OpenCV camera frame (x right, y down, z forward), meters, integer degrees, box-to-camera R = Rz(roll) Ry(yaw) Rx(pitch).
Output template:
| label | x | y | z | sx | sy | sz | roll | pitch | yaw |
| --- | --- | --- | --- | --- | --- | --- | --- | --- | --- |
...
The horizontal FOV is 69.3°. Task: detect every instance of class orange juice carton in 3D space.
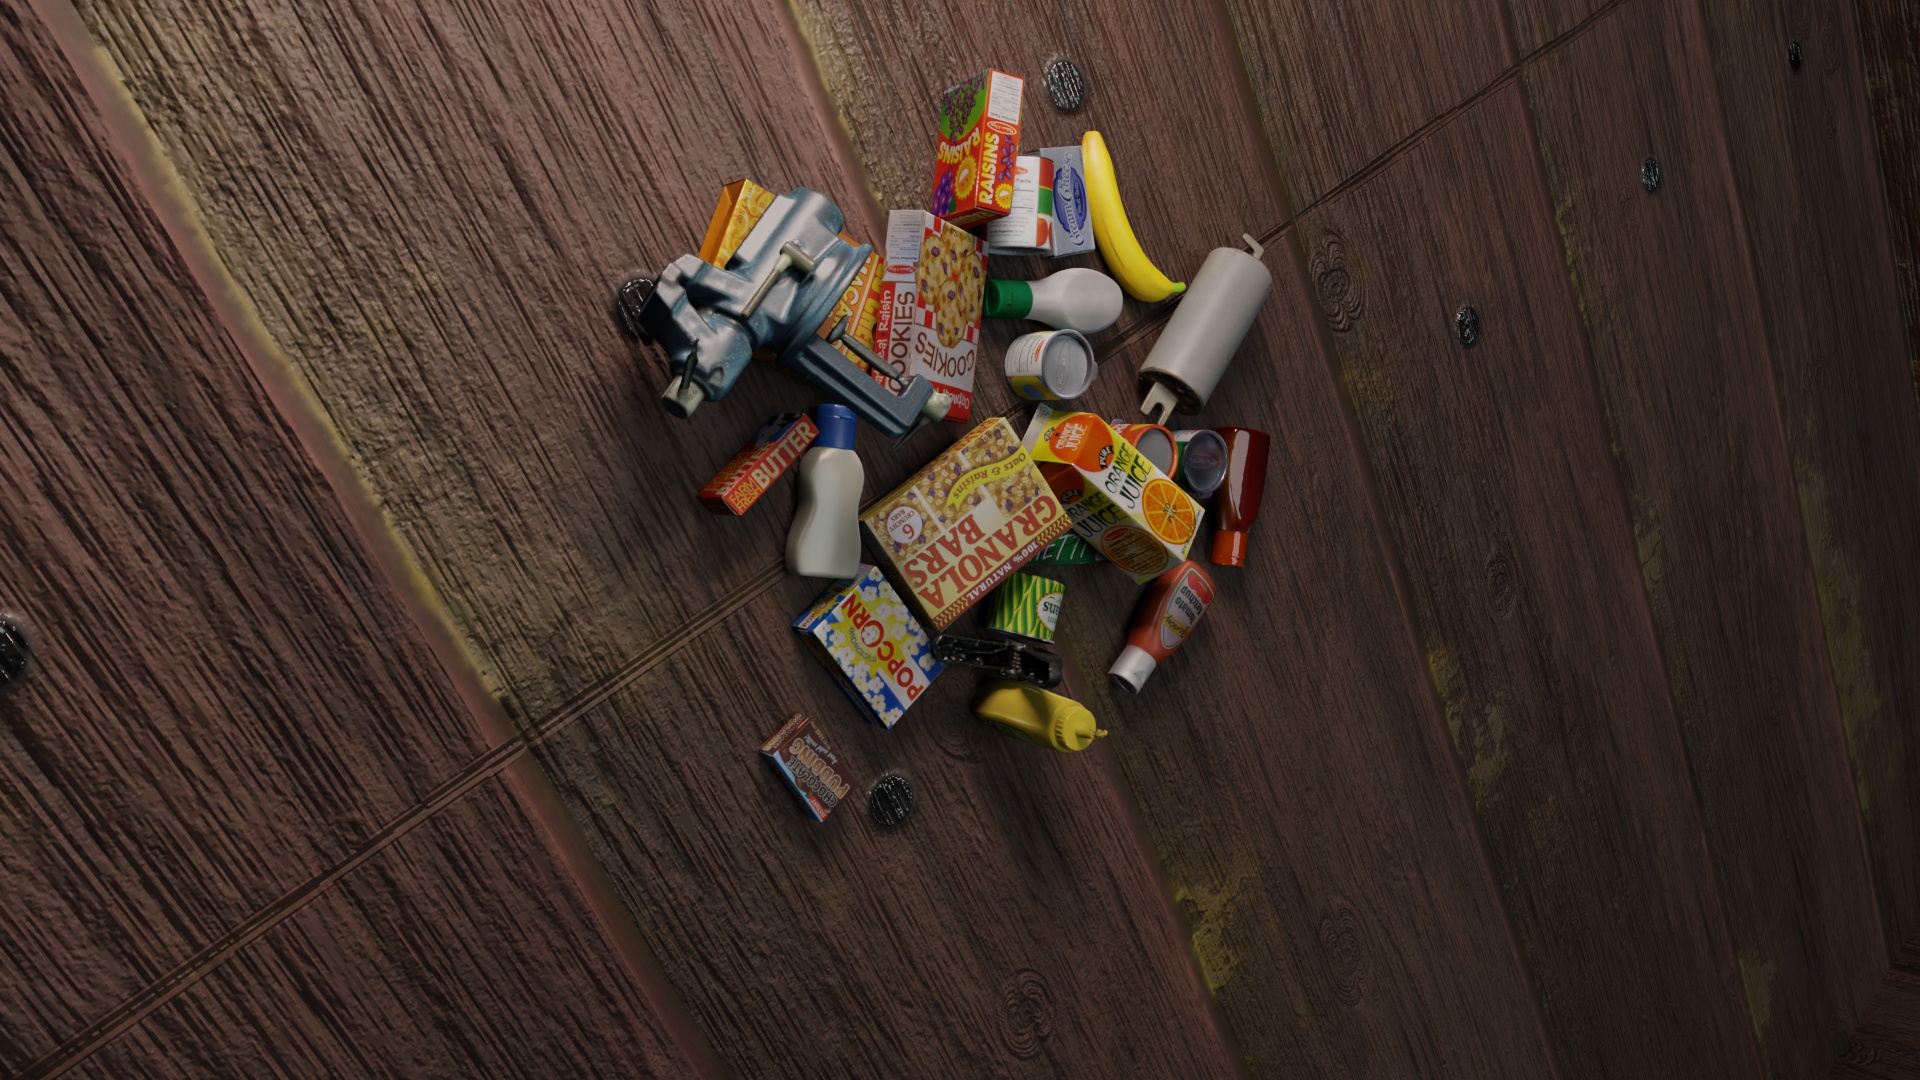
| label | x | y | z | sx | sy | sz | roll | pitch | yaw |
| --- | --- | --- | --- | --- | --- | --- | --- | --- | --- |
| orange juice carton | 0.137 | -0.050 | 1.336 | 0.192 | 0.072 | 0.072 | 39 | 52 | -15 |

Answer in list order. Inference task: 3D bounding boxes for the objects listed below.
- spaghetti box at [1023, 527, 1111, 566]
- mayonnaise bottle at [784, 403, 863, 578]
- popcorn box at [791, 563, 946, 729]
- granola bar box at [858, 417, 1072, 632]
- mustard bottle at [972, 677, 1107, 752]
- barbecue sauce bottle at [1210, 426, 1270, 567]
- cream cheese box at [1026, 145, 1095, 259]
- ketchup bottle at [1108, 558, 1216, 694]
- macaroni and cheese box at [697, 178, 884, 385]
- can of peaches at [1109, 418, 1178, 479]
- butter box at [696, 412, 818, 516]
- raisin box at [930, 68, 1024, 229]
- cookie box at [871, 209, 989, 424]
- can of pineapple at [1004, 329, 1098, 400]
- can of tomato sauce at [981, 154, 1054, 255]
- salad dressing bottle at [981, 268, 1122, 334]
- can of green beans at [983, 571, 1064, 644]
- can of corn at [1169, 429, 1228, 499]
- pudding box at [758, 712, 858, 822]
| label | x | y | z | sx | sy | sz | roll | pitch | yaw |
| --- | --- | --- | --- | --- | --- | --- | --- | --- | --- |
| spaghetti box | 0.104 | -0.002 | 1.369 | 0.251 | 0.028 | 0.050 | -2 | 95 | -37 |
| mayonnaise bottle | -0.113 | -0.042 | 1.197 | 0.065 | 0.041 | 0.148 | 6 | 89 | -34 |
| popcorn box | -0.079 | 0.094 | 1.234 | 0.085 | 0.038 | 0.126 | -47 | 118 | -24 |
| granola bar box | 0.004 | -0.016 | 1.258 | 0.166 | 0.039 | 0.124 | -38 | 106 | -17 |
| mustard bottle | 0.077 | 0.165 | 1.280 | 0.065 | 0.160 | 0.049 | 36 | 74 | -32 |
| barbecue sauce bottle | 0.298 | -0.046 | 1.501 | 0.065 | 0.043 | 0.148 | 7 | 90 | -37 |
| cream cheese box | 0.098 | -0.327 | 1.342 | 0.053 | 0.024 | 0.103 | -17 | 103 | -34 |
| ketchup bottle | 0.207 | 0.091 | 1.444 | 0.064 | 0.043 | 0.149 | 49 | 66 | -29 |
| macaroni and cheese box | -0.140 | -0.207 | 1.165 | 0.166 | 0.040 | 0.124 | 24 | 80 | -35 |
| can of peaches | 0.177 | -0.087 | 1.398 | 0.071 | 0.058 | 0.071 | -4 | 97 | -36 |
| butter box | -0.167 | -0.063 | 1.147 | 0.104 | 0.053 | 0.024 | -50 | 118 | -23 |
| raisin box | 0.014 | -0.347 | 1.240 | 0.040 | 0.086 | 0.123 | 7 | 89 | -31 |
| cookie box | -0.025 | -0.192 | 1.219 | 0.123 | 0.040 | 0.167 | 5 | 92 | -63 |
| can of pineapple | 0.086 | -0.166 | 1.325 | 0.071 | 0.058 | 0.071 | -4 | 96 | -36 |
| can of tomato sauce | 0.053 | -0.309 | 1.286 | 0.071 | 0.071 | 0.083 | -2 | 95 | -37 |
| salad dressing bottle | 0.087 | -0.230 | 1.331 | 0.148 | 0.044 | 0.064 | -5 | 98 | -35 |
| can of green beans | 0.061 | 0.063 | 1.319 | 0.071 | 0.071 | 0.058 | 19 | 82 | -36 |
| can of corn | 0.234 | -0.080 | 1.441 | 0.071 | 0.058 | 0.071 | -3 | 96 | -37 |
| pudding box | -0.132 | 0.198 | 1.208 | 0.050 | 0.030 | 0.083 | -42 | 116 | -26 |
